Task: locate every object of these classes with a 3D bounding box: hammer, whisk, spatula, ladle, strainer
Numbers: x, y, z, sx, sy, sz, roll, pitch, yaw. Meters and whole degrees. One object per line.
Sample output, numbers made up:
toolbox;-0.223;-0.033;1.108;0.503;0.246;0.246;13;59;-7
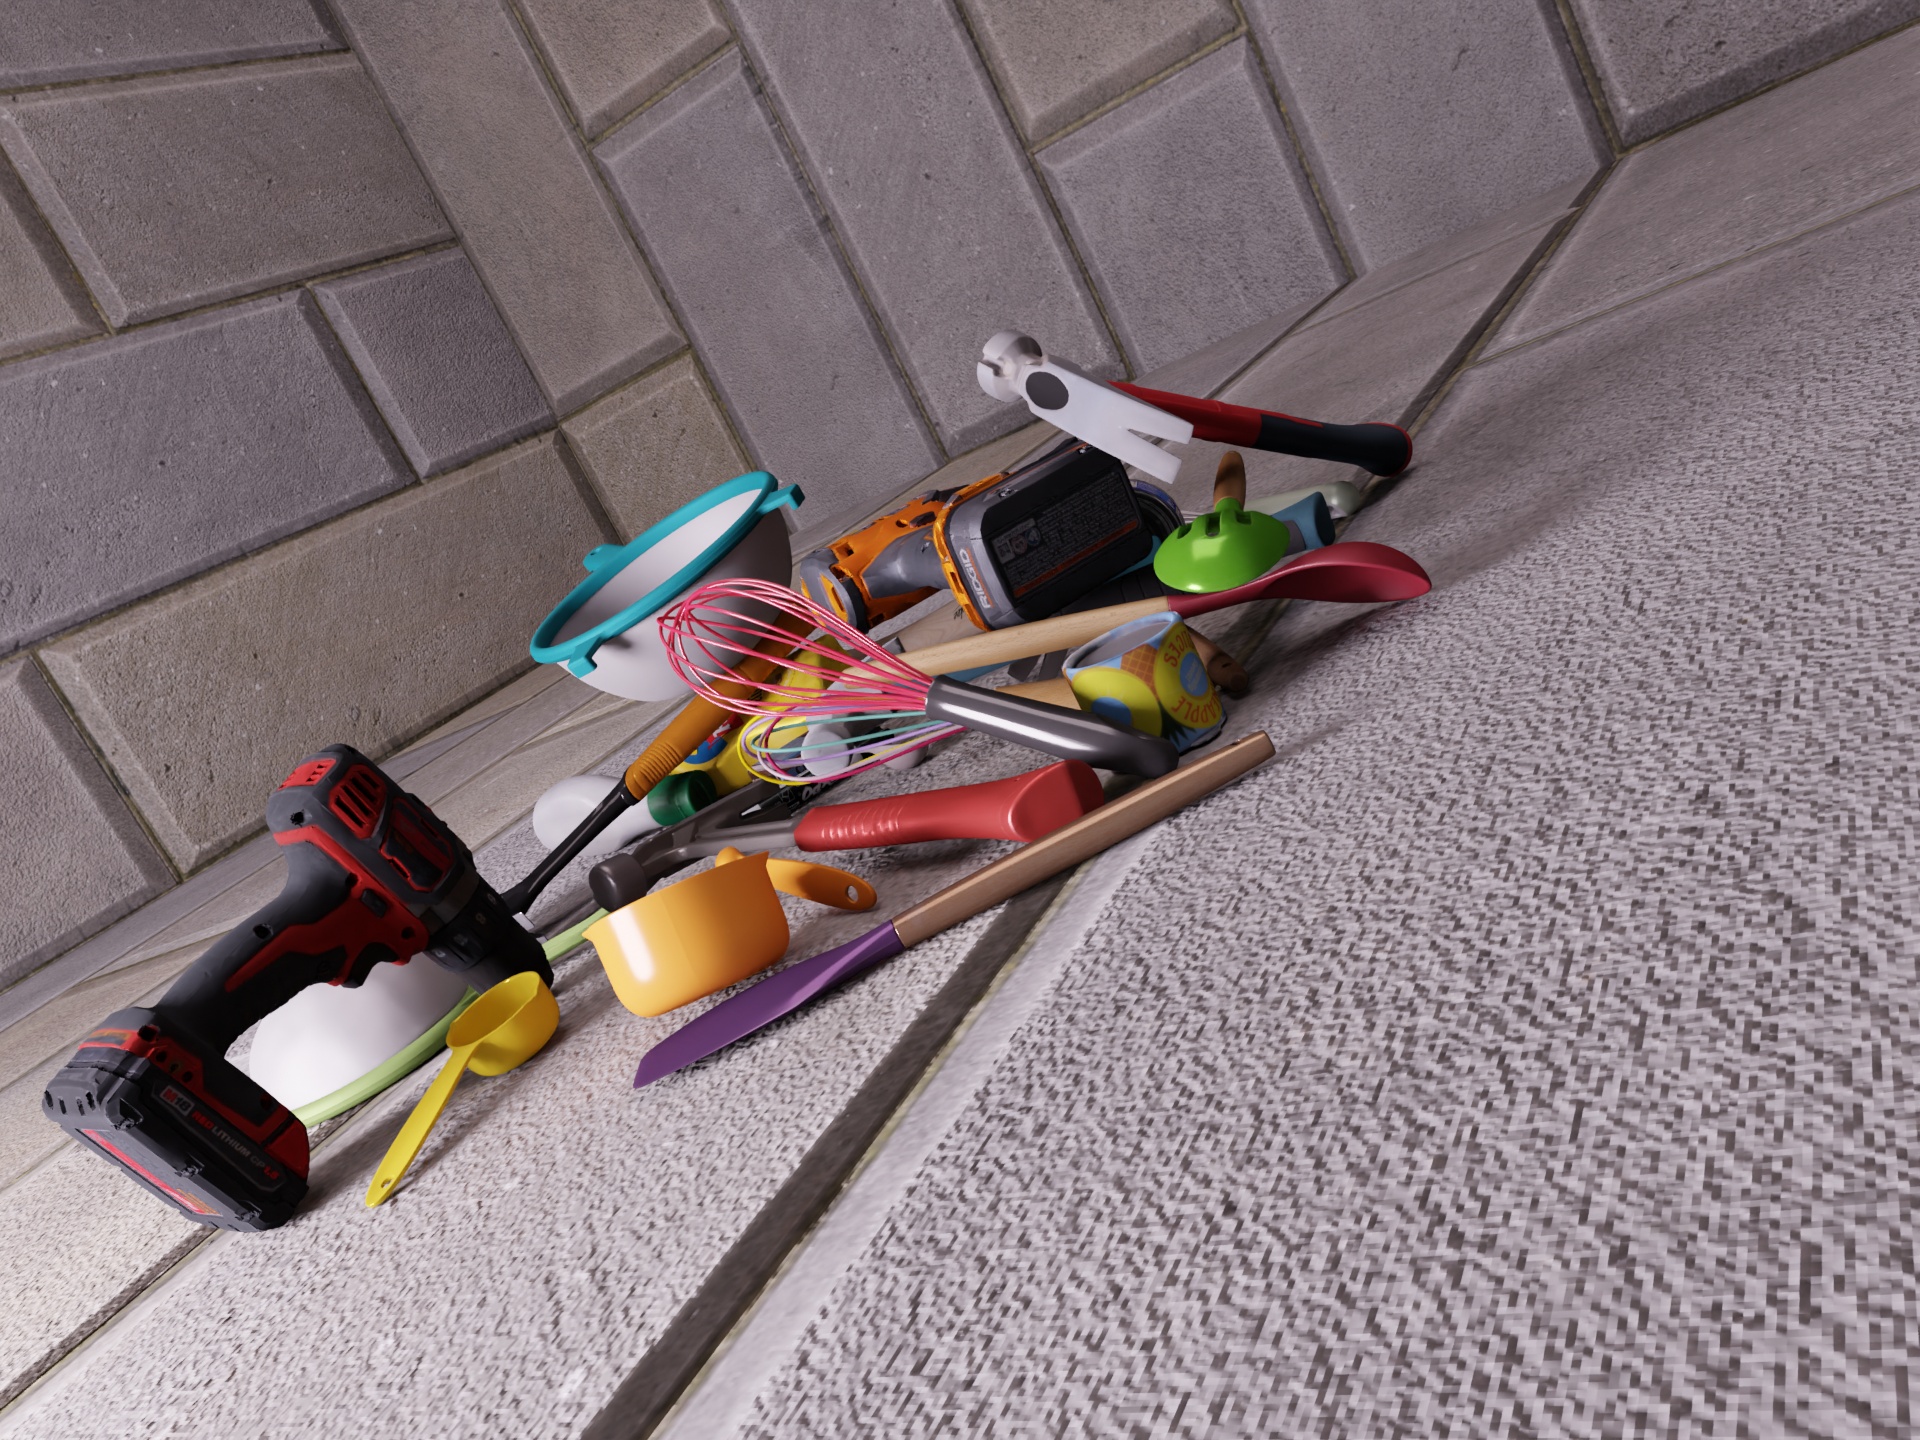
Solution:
hammer;-0.035;-0.052;1.192;0.410;0.038;0.146;-20;47;57
whisk;0.190;-0.143;1.162;0.246;0.057;0.059;-5;59;53
hammer;0.063;-0.057;0.939;0.331;0.033;0.128;-22;18;9
spatula;0.122;-0.062;0.962;0.082;0.044;0.318;-25;13;0
hammer;0.187;-0.174;0.974;0.386;0.038;0.143;-3;30;-47
ladle;0.086;-0.052;0.845;0.315;0.031;0.069;-11;-16;13
spatula;-0.004;0.082;0.703;0.316;0.018;0.060;-28;11;2
strainer;-0.322;0.152;0.956;0.256;0.069;0.151;-29;12;-3
whisk;-0.030;-0.016;0.803;0.296;0.073;0.073;16;33;23
whisk;-0.001;-0.001;0.873;0.245;0.047;0.051;-9;4;1
hammer;-0.056;0.054;0.863;0.149;0.036;0.359;-28;11;-41
strainer;-0.219;-0.088;1.191;0.211;0.095;0.340;-41;21;-13
hammer;-0.211;0.029;1.117;0.337;0.034;0.127;-49;26;-26

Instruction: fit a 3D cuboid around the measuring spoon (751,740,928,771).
measuring spoon;-0.078;0.028;1.016;0.124;0.018;0.034;-8;0;18

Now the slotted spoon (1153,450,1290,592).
slotted spoon;0.153;-0.126;0.918;0.070;0.031;0.314;-11;16;14

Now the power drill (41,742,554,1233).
power drill;-0.324;0.149;0.823;0.080;0.187;0.227;-10;39;40

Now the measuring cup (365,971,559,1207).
measuring cup;-0.246;0.186;0.788;0.062;0.029;0.157;-21;25;25

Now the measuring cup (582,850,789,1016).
measuring cup;-0.124;0.110;0.787;0.095;0.052;0.173;-24;-9;-3

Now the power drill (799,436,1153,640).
power drill;0.015;-0.113;0.978;0.164;0.084;0.226;-32;16;-26

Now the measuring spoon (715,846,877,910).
measuring spoon;-0.087;0.082;0.810;0.117;0.021;0.011;7;17;41
